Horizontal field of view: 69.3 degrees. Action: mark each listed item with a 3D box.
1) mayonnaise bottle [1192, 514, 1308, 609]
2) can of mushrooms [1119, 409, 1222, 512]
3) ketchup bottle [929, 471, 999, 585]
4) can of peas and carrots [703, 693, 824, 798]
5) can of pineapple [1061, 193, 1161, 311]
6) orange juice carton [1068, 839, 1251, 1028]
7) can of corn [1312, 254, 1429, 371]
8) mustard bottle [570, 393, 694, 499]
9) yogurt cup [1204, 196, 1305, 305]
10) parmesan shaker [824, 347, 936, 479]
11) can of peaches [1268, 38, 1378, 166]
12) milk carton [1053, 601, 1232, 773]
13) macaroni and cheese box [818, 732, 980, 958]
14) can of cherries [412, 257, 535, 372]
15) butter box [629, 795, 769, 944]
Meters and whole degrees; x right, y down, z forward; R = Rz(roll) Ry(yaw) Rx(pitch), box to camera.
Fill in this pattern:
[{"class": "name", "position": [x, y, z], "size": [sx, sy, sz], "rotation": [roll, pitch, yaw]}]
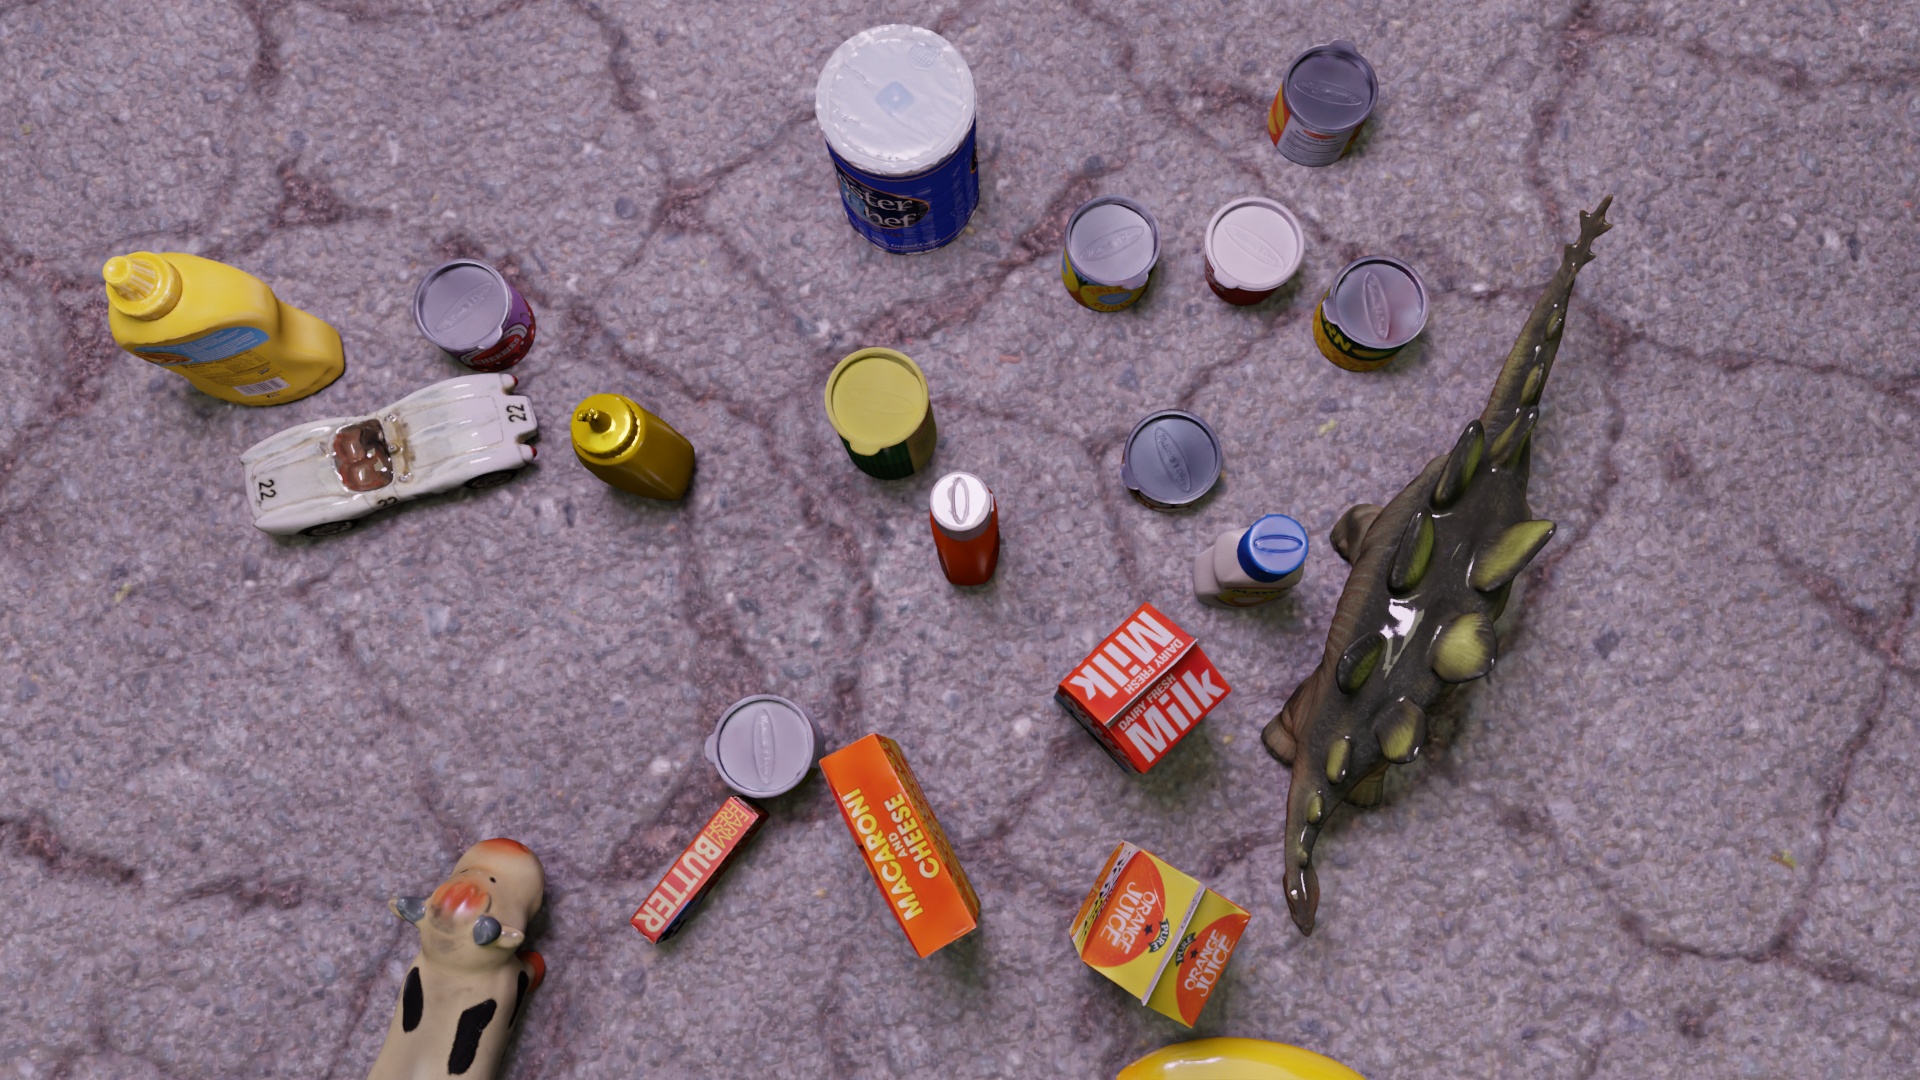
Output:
[{"class": "mayonnaise bottle", "position": [0.187, 0.015, 0.880], "size": [0.065, 0.148, 0.041], "rotation": [1, 80, 2]}, {"class": "can of mushrooms", "position": [0.142, -0.053, 0.952], "size": [0.071, 0.033, 0.071], "rotation": [0, 80, 2]}, {"class": "ketchup bottle", "position": [0.003, -0.011, 0.890], "size": [0.043, 0.148, 0.065], "rotation": [-2, 80, 1]}, {"class": "can of peas and carrots", "position": [-0.127, 0.136, 0.912], "size": [0.071, 0.058, 0.071], "rotation": [0, 80, 2]}, {"class": "can of pineapple", "position": [0.104, -0.197, 0.968], "size": [0.071, 0.057, 0.071], "rotation": [0, 80, 2]}, {"class": "orange juice carton", "position": [0.115, 0.229, 0.820], "size": [0.073, 0.192, 0.072], "rotation": [30, 82, 7]}, {"class": "can of corn", "position": [0.278, -0.154, 0.955], "size": [0.071, 0.058, 0.071], "rotation": [0, 80, 2]}, {"class": "mustard bottle", "position": [-0.217, -0.064, 0.900], "size": [0.065, 0.160, 0.049], "rotation": [13, 81, 4]}, {"class": "yogurt cup", "position": [0.201, -0.198, 0.967], "size": [0.072, 0.054, 0.072], "rotation": [0, 80, 2]}, {"class": "parmesan shaker", "position": [-0.052, -0.079, 0.927], "size": [0.071, 0.103, 0.071], "rotation": [0, 80, 2]}, {"class": "can of peaches", "position": [0.256, -0.309, 0.984], "size": [0.071, 0.058, 0.071], "rotation": [0, 80, 2]}, {"class": "milk carton", "position": [0.108, 0.092, 0.846], "size": [0.072, 0.190, 0.073], "rotation": [-43, 82, -5]}, {"class": "macaroni and cheese box", "position": [-0.034, 0.182, 0.846], "size": [0.040, 0.166, 0.124], "rotation": [-28, 80, -3]}, {"class": "can of cherries", "position": [-0.338, -0.154, 0.972], "size": [0.071, 0.058, 0.071], "rotation": [0, 80, 2]}, {"class": "butter box", "position": [-0.168, 0.212, 0.902], "size": [0.024, 0.053, 0.103], "rotation": [38, 83, 8]}]
